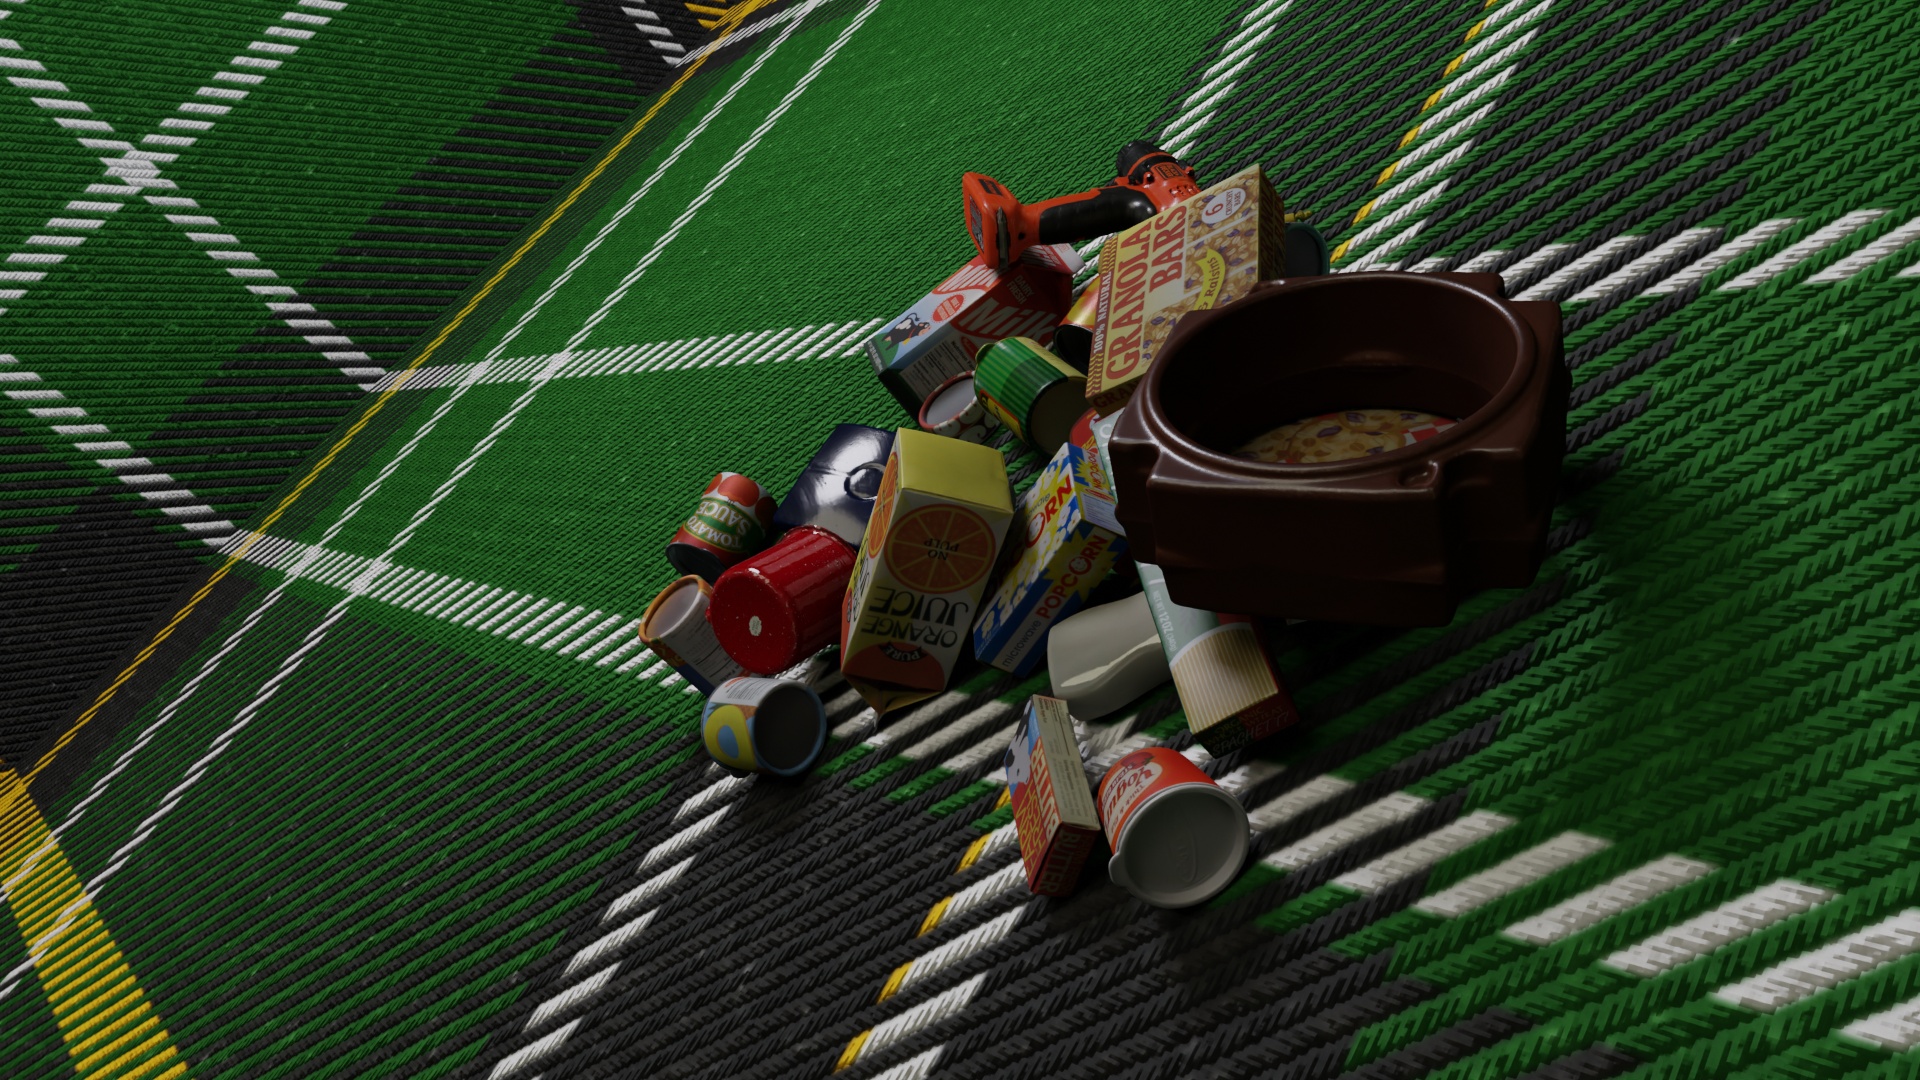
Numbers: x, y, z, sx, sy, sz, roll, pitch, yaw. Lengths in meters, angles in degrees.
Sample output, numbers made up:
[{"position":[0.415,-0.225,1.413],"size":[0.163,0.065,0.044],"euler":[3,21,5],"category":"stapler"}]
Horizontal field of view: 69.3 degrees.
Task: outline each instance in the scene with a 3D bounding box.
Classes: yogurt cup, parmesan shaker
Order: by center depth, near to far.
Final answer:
[{"position":[0.101,0.138,0.683],"size":[0.072,0.072,0.054],"euler":[-40,23,3],"category":"yogurt cup"},{"position":[0.056,-0.107,1.029],"size":[0.071,0.071,0.103],"euler":[-42,31,0],"category":"parmesan shaker"}]

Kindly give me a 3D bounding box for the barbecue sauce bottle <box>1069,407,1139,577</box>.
[{"position":[0.108,-0.036,0.910],"size":[0.064,0.043,0.149],"euler":[-31,33,22],"category":"barbecue sauce bottle"}]

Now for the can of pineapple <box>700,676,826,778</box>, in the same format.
[{"position":[-0.134,0.129,0.952],"size":[0.058,0.071,0.071],"euler":[-3,48,46],"category":"can of pineapple"}]

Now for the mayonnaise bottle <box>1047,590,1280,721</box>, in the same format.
[{"position":[0.121,0.051,0.791],"size":[0.148,0.041,0.065],"euler":[-25,40,22],"category":"mayonnaise bottle"}]

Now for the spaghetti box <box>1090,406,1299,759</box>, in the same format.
[{"position":[0.123,0.008,0.770],"size":[0.050,0.028,0.251],"euler":[-29,41,16],"category":"spaghetti box"}]

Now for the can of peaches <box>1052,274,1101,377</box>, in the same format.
[{"position":[0.113,-0.156,1.034],"size":[0.071,0.071,0.058],"euler":[8,56,52],"category":"can of peaches"}]

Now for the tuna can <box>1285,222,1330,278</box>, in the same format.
[{"position":[0.219,-0.188,0.951],"size":[0.071,0.071,0.033],"euler":[-51,33,-15],"category":"tuna can"}]

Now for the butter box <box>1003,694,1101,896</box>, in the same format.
[{"position":[0.048,0.137,0.754],"size":[0.104,0.024,0.052],"euler":[-101,26,-55],"category":"butter box"}]

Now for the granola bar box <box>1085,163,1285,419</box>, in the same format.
[{"position":[0.148,-0.158,0.900],"size":[0.124,0.039,0.166],"euler":[-22,39,32],"category":"granola bar box"}]

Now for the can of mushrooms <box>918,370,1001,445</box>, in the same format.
[{"position":[-0.001,-0.102,1.123],"size":[0.071,0.033,0.071],"euler":[-28,34,21],"category":"can of mushrooms"}]

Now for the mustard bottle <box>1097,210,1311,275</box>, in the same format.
[{"position":[0.183,-0.218,1.037],"size":[0.160,0.065,0.049],"euler":[-16,39,29],"category":"mustard bottle"}]

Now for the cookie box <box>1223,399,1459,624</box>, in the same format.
[{"position":[0.213,-0.033,0.757],"size":[0.123,0.040,0.168],"euler":[-15,35,5],"category":"cookie box"}]

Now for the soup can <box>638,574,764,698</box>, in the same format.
[{"position":[-0.196,0.076,1.066],"size":[0.071,0.083,0.072],"euler":[-29,33,21],"category":"soup can"}]

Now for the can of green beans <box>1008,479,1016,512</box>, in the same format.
[{"position":[0.005,-0.013,0.973],"size":[0.071,0.071,0.058],"euler":[-26,34,24],"category":"can of green beans"}]

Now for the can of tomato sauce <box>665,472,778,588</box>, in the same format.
[{"position":[-0.203,-0.008,1.194],"size":[0.071,0.071,0.083],"euler":[-7,45,44],"category":"can of tomato sauce"}]

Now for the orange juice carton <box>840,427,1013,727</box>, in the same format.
[{"position":[-0.031,0.030,0.905],"size":[0.072,0.073,0.191],"euler":[-97,23,-54],"category":"orange juice carton"}]

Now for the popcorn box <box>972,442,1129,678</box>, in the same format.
[{"position":[0.053,0.013,0.869],"size":[0.126,0.038,0.085],"euler":[-55,22,30],"category":"popcorn box"}]

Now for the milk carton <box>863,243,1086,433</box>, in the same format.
[{"position":[0.019,-0.184,1.164],"size":[0.190,0.073,0.072],"euler":[-36,32,8],"category":"milk carton"}]
